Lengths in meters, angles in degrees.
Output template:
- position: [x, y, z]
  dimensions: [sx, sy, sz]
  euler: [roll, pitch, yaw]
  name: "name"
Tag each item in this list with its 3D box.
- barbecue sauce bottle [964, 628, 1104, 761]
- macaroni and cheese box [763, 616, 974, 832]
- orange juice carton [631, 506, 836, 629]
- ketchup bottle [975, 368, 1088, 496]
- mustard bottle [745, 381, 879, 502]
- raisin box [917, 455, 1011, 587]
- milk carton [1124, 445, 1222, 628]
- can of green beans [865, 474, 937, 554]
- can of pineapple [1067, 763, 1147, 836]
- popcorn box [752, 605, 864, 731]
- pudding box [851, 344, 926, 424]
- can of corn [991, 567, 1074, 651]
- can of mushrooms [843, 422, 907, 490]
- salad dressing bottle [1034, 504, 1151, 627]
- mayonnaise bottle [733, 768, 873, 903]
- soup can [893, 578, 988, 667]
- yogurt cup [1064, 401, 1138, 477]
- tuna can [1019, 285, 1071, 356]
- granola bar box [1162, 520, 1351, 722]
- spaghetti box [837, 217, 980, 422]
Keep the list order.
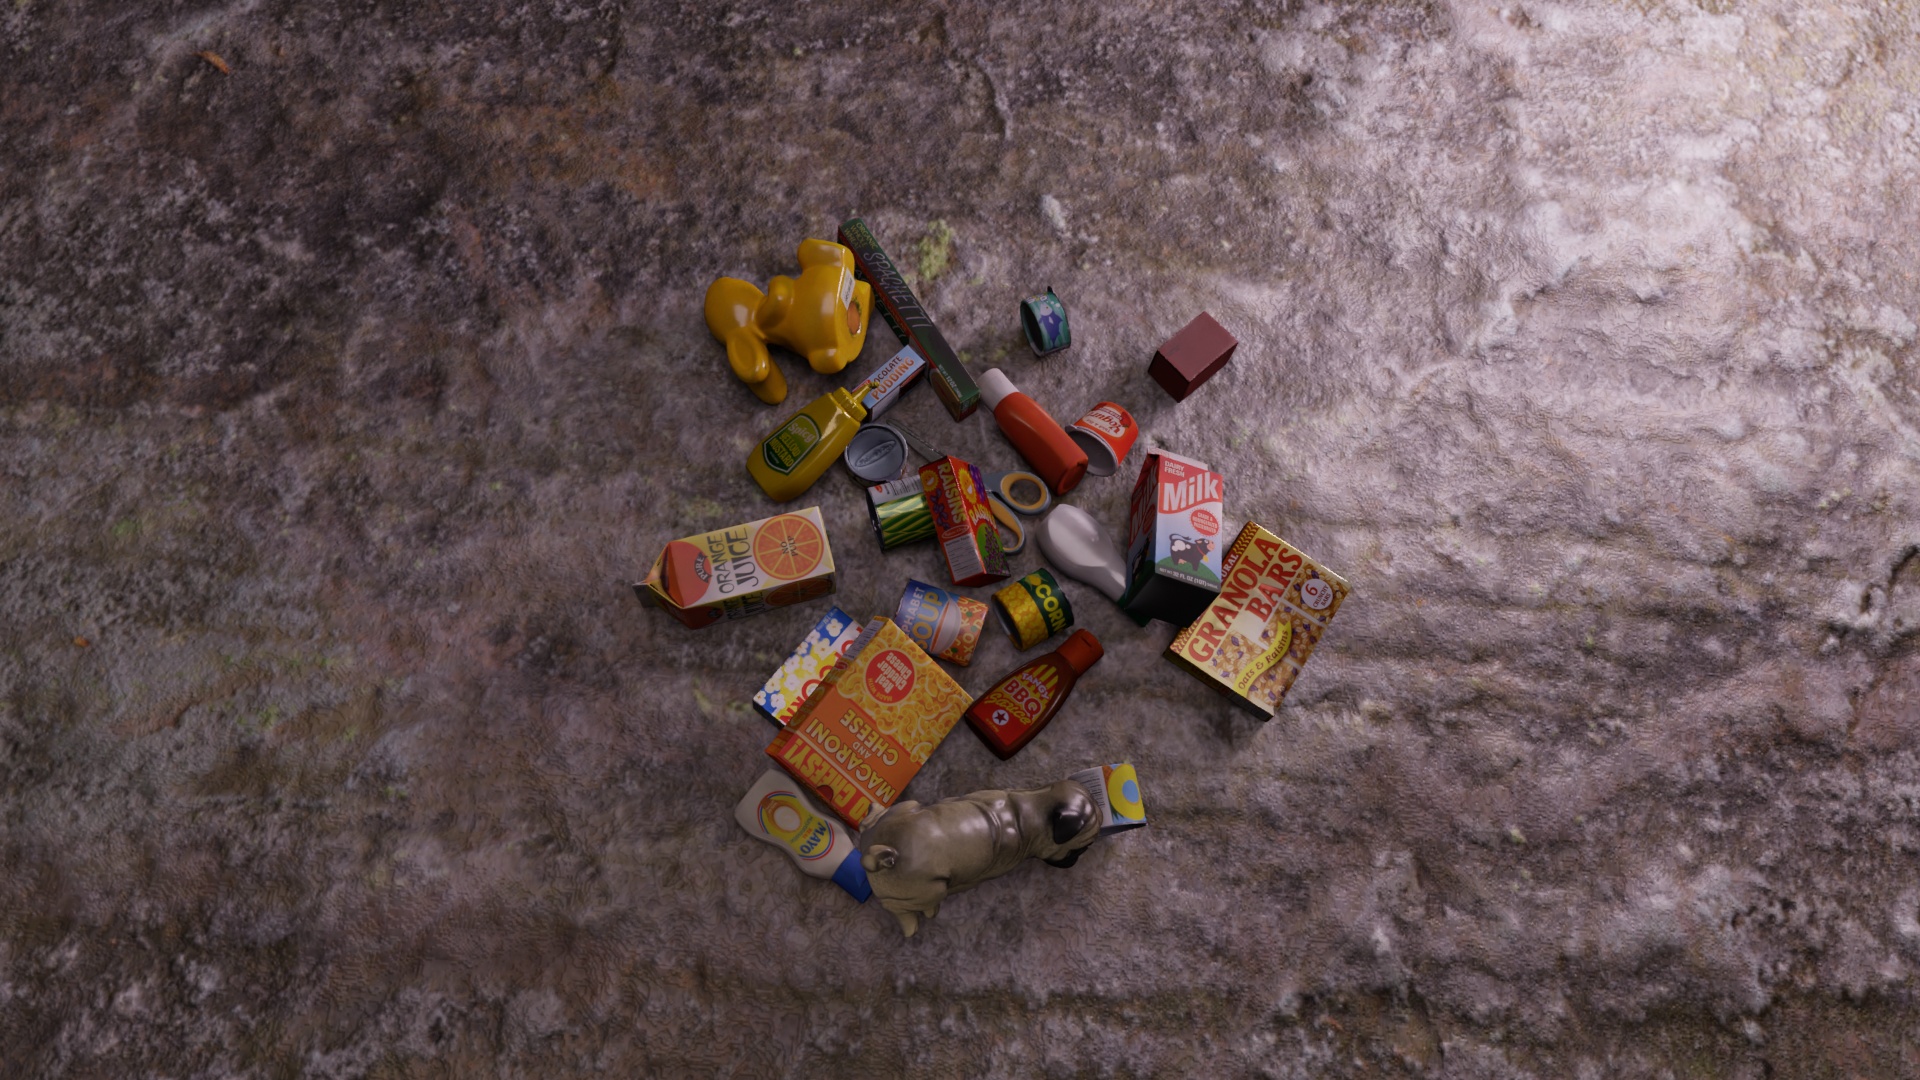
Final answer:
- position: [0.077, 0.146, 1.366]
  dimensions: [0.149, 0.043, 0.065]
  euler: [-40, 70, -16]
  name: "barbecue sauce bottle"
- position: [-0.085, 0.174, 1.315]
  dimensions: [0.123, 0.040, 0.167]
  euler: [45, 72, -19]
  name: "macaroni and cheese box"
- position: [-0.223, 0.032, 1.370]
  dimensions: [0.193, 0.071, 0.073]
  euler: [-14, 71, -9]
  name: "orange juice carton"
- position: [0.071, -0.117, 1.453]
  dimensions: [0.044, 0.064, 0.149]
  euler: [-31, 68, -23]
  name: "ketchup bottle"
- position: [-0.145, -0.110, 1.415]
  dimensions: [0.160, 0.049, 0.065]
  euler: [-43, 68, 5]
  name: "mustard bottle"
- position: [0.005, -0.017, 1.387]
  dimensions: [0.040, 0.086, 0.123]
  euler: [-21, 79, 18]
  name: "raisin box"
- position: [0.216, -0.015, 1.399]
  dimensions: [0.072, 0.073, 0.191]
  euler: [18, 52, -10]
  name: "milk carton"
- position: [-0.060, -0.029, 1.407]
  dimensions: [0.058, 0.071, 0.071]
  euler: [-15, 72, -10]
  name: "can of green beans"
- position: [0.140, 0.248, 1.323]
  dimensions: [0.071, 0.070, 0.058]
  euler: [-8, 71, -7]
  name: "can of pineapple"
- position: [-0.130, 0.138, 1.356]
  dimensions: [0.085, 0.038, 0.127]
  euler: [38, 72, 8]
  name: "popcorn box"
- position: [-0.076, -0.163, 1.464]
  dimensions: [0.084, 0.049, 0.030]
  euler: [-41, 80, -16]
  name: "pudding box"
- position: [0.072, 0.069, 1.379]
  dimensions: [0.058, 0.071, 0.071]
  euler: [-28, 75, -12]
  name: "can of corn"
- position: [-0.087, -0.084, 1.443]
  dimensions: [0.071, 0.033, 0.071]
  euler: [2, 69, -4]
  name: "can of mushrooms"
- position: [0.143, 0.027, 1.415]
  dimensions: [0.148, 0.043, 0.064]
  euler: [43, 67, 10]
  name: "salad dressing bottle"
- position: [-0.139, 0.280, 1.302]
  dimensions: [0.148, 0.041, 0.065]
  euler: [36, 73, 9]
  name: "mayonnaise bottle"
- position: [-0.022, 0.081, 1.367]
  dimensions: [0.084, 0.071, 0.071]
  euler: [19, 70, 2]
  name: "soup can"
- position: [0.149, -0.108, 1.454]
  dimensions: [0.072, 0.072, 0.054]
  euler: [38, 64, 9]
  name: "yogurt cup"
- position: [0.090, -0.235, 1.492]
  dimensions: [0.033, 0.071, 0.071]
  euler: [-20, 73, -10]
  name: "tuna can"
- position: [0.301, 0.081, 1.408]
  dimensions: [0.124, 0.039, 0.166]
  euler: [33, 71, 8]
  name: "granola bar box"
- position: [-0.058, -0.239, 1.493]
  dimensions: [0.029, 0.050, 0.250]
  euler: [-30, 75, -15]
  name: "spaghetti box"
